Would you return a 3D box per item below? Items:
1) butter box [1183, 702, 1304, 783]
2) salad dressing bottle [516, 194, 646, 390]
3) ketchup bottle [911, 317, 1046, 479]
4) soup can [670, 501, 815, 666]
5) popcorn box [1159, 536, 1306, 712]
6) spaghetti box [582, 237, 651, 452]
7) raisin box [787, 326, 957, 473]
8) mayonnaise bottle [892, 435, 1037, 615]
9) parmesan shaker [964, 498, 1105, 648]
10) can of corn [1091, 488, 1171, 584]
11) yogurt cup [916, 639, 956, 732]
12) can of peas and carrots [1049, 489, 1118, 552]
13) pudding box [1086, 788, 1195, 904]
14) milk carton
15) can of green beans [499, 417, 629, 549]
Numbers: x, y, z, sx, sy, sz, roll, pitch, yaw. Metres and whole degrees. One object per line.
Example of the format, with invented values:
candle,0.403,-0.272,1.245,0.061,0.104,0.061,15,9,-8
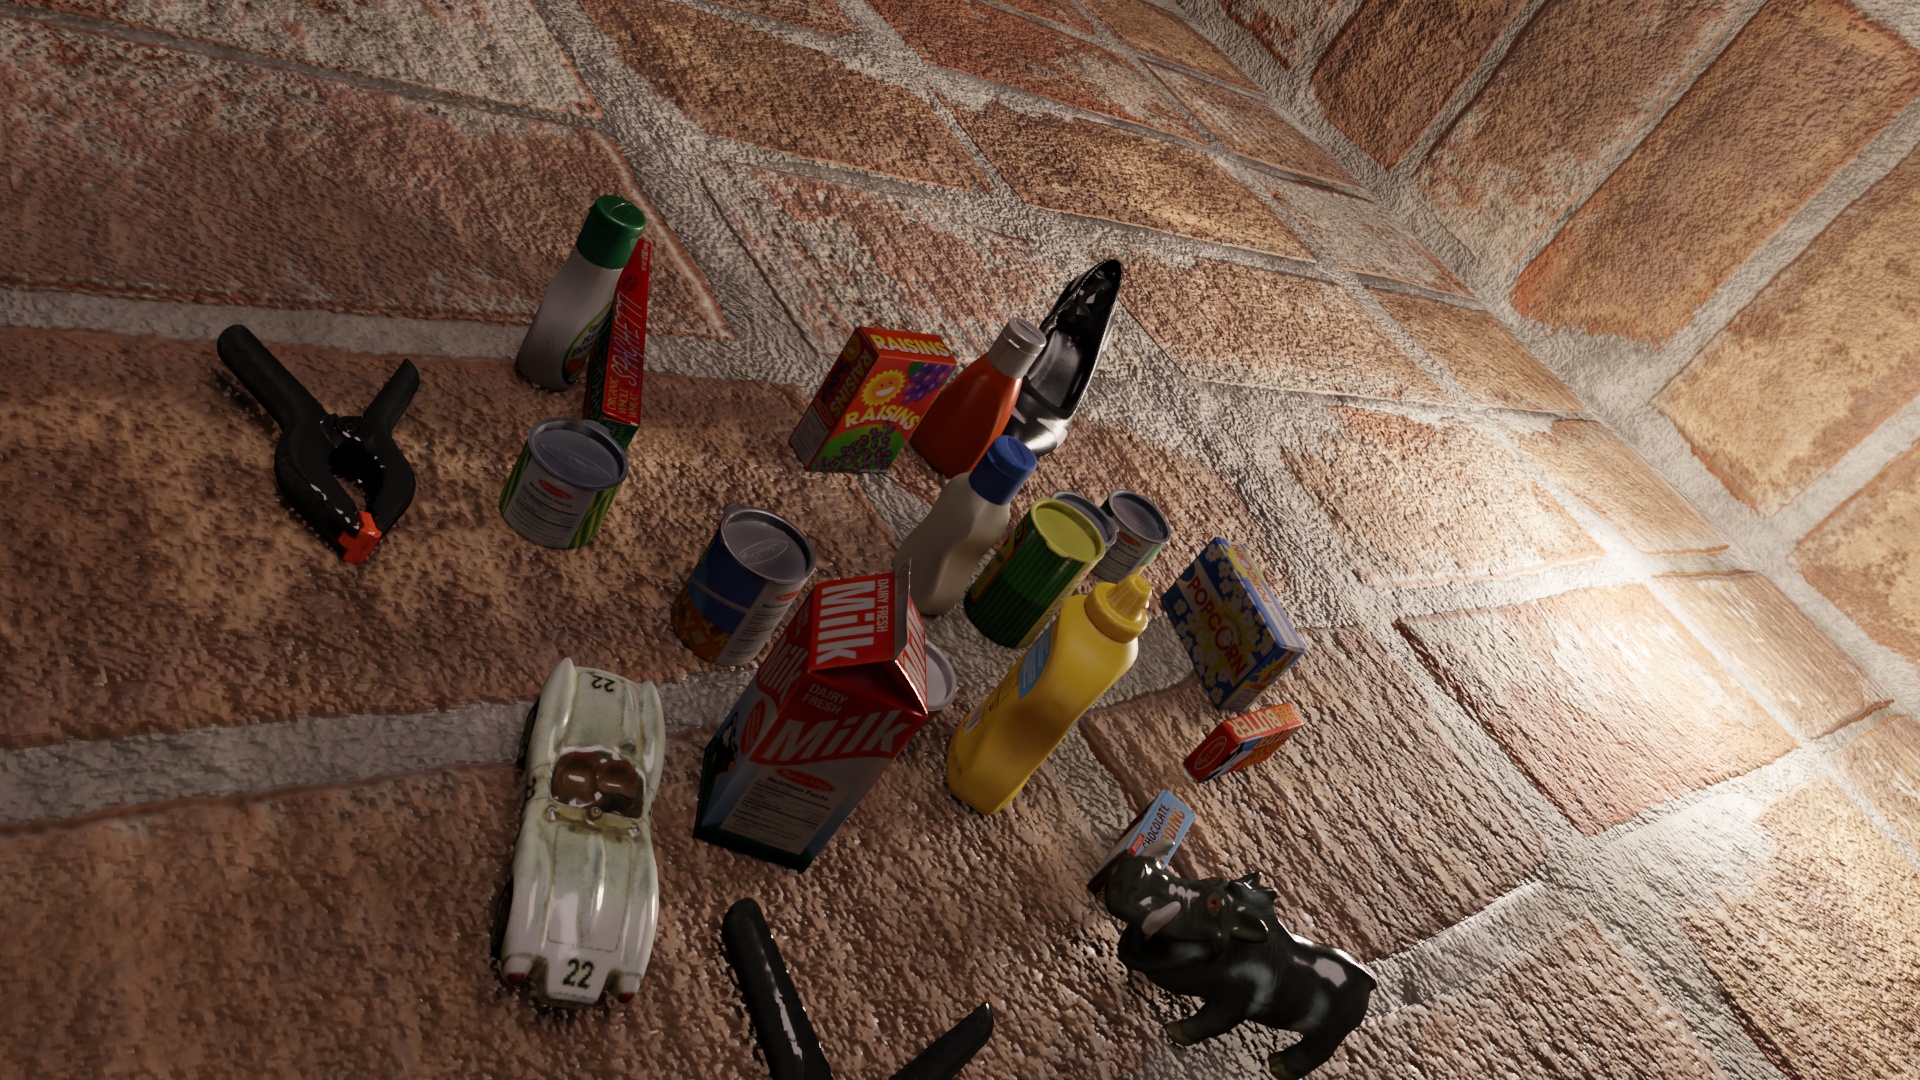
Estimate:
butter box,0.226,0.160,1.103,0.104,0.053,0.024,-6,51,-47
salad dressing bottle,-0.267,-0.174,0.980,0.044,0.147,0.064,33,32,-5
ketchup bottle,0.019,-0.122,1.180,0.065,0.148,0.044,41,32,7
soup can,-0.143,0.028,0.896,0.071,0.083,0.072,25,34,-18
popcorn box,0.232,0.072,1.191,0.038,0.084,0.127,12,40,-34
spaghetti box,-0.258,-0.147,1.044,0.029,0.050,0.251,19,36,-25
raisin box,-0.070,-0.110,1.105,0.086,0.122,0.040,0,47,-44
mayonnaise bottle,0.004,-0.013,1.027,0.041,0.147,0.065,8,42,-38
parmesan shaker,0.054,0.027,1.065,0.071,0.102,0.072,25,34,-18
can of corn,0.144,-0.003,1.231,0.071,0.058,0.071,25,34,-18
yogurt cup,-0.044,0.101,0.925,0.072,0.053,0.073,25,34,-18
can of peas and carrots,0.090,0.001,1.174,0.071,0.058,0.071,25,34,-18
pudding box,0.124,0.211,0.945,0.030,0.049,0.084,41,32,8
milk carton,-0.075,0.095,0.775,0.073,0.189,0.073,24,34,-20
can of green beans,-0.256,-0.037,0.897,0.071,0.057,0.071,25,34,-18
